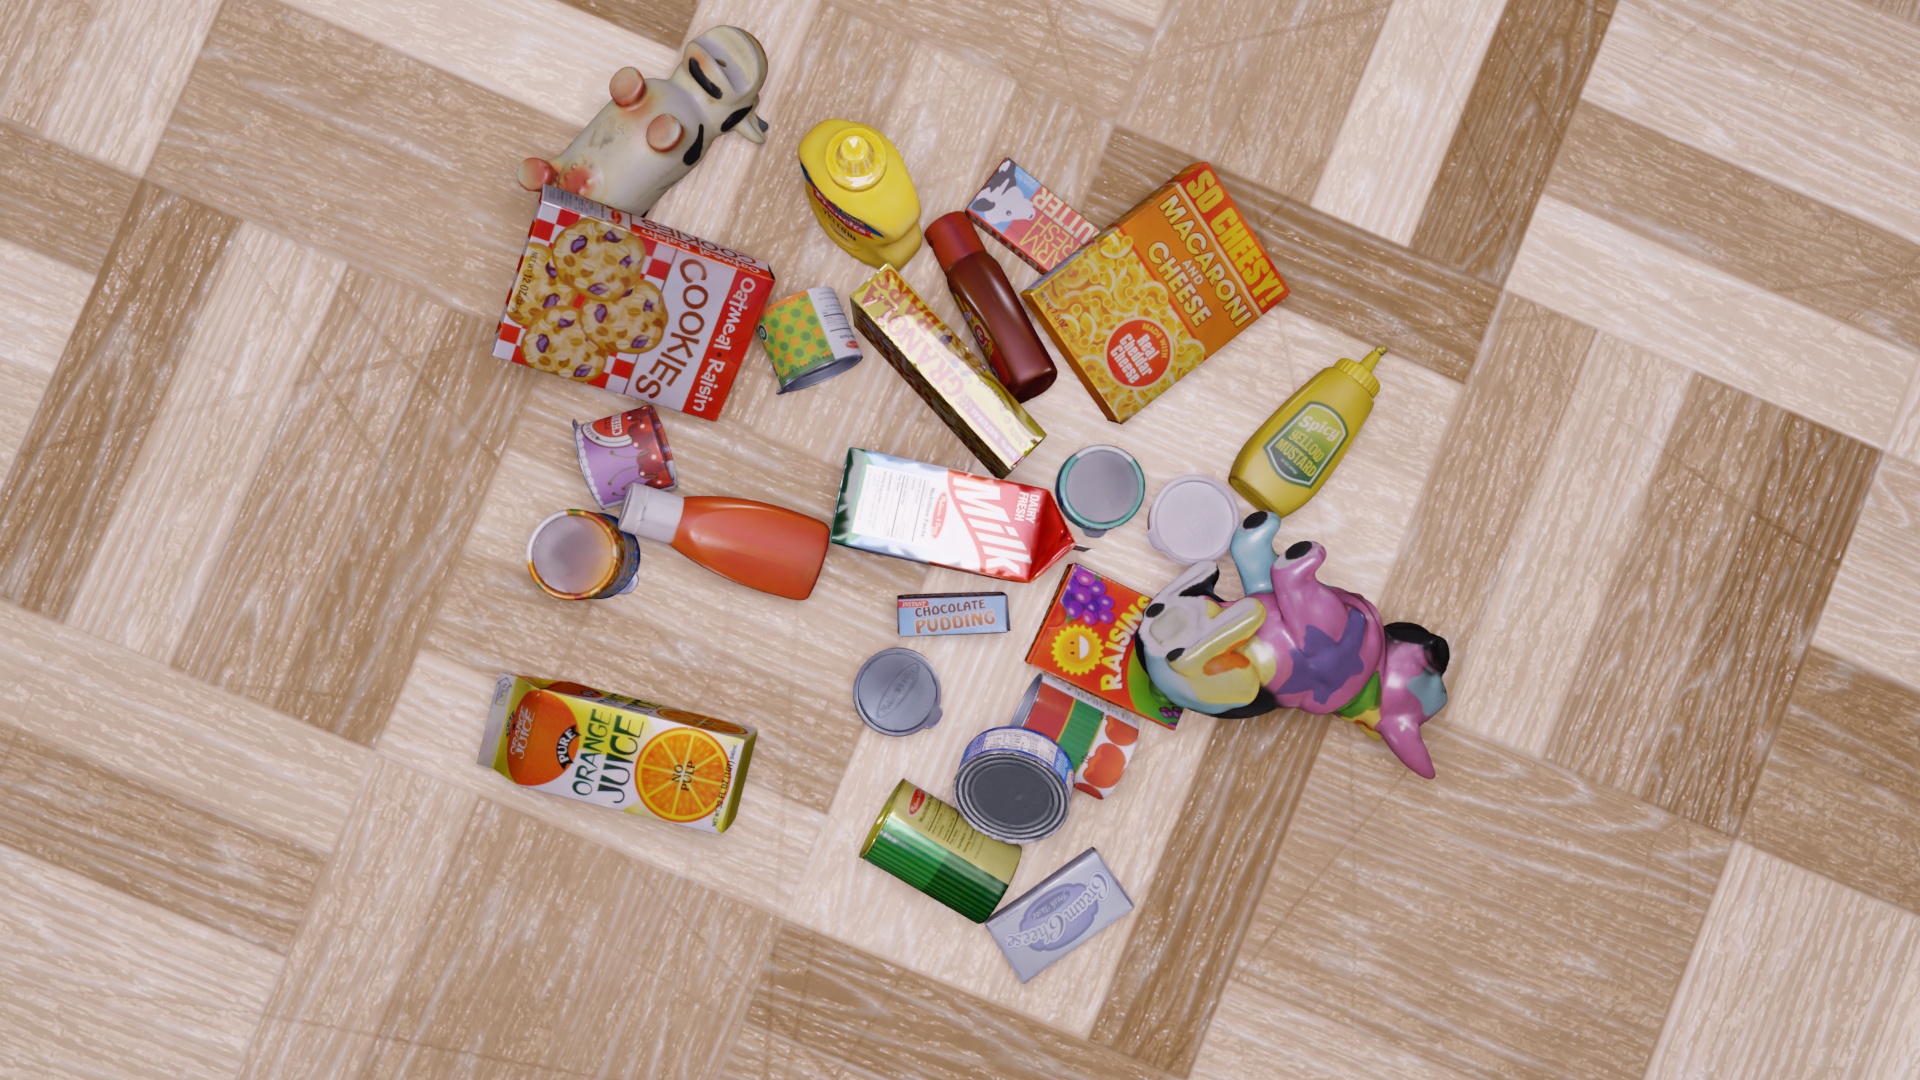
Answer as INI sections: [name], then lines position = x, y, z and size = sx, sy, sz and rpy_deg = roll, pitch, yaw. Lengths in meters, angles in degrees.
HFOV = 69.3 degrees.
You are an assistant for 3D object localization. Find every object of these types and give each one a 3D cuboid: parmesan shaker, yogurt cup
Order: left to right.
[parmesan shaker]
position = -0.015, 0.233, 1.029
size = 0.103, 0.071, 0.071
rpy_deg = 31, 87, -2
[yogurt cup]
position = 0.173, -0.015, 1.054
size = 0.072, 0.054, 0.072
rpy_deg = 0, 88, -3

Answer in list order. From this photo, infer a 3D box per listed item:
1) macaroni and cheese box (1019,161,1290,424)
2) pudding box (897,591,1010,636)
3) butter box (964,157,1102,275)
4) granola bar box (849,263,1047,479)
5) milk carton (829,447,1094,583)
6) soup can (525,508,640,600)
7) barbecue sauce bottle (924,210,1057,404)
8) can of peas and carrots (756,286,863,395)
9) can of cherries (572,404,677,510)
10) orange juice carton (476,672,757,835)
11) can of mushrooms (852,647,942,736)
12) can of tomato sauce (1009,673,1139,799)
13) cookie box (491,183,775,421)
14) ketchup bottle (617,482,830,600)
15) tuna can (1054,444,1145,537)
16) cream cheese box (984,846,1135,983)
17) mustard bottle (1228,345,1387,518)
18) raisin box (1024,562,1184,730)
[macaroni and cheese box]
position = 0.148, -0.187, 1.053
size = 0.166, 0.040, 0.123
rpy_deg = -38, 105, -4
[pudding box]
position = -0.006, 0.055, 1.046
size = 0.084, 0.049, 0.030
rpy_deg = -2, 90, -2
[butter box]
position = 0.059, -0.242, 1.071
size = 0.103, 0.024, 0.053
rpy_deg = 38, 87, -1
[granola bar box]
position = -0.010, -0.119, 1.014
size = 0.039, 0.124, 0.165
rpy_deg = -43, 91, -3
[milk carton]
position = 0.004, -0.013, 1.038
size = 0.191, 0.072, 0.073
rpy_deg = 12, 88, -1
[soup can]
position = -0.273, 0.013, 1.018
size = 0.071, 0.084, 0.071
rpy_deg = 0, 89, -3
[barbecue sauce bottle]
position = 0.022, -0.178, 1.051
size = 0.044, 0.064, 0.148
rpy_deg = -26, 81, -5
[can of peas and carrots]
position = -0.116, -0.150, 1.040
size = 0.071, 0.071, 0.058
rpy_deg = -23, 89, -3
[can of cherries]
position = -0.248, -0.064, 1.029
size = 0.058, 0.071, 0.071
rpy_deg = -17, 89, -3
[orange juice carton]
position = -0.254, 0.153, 1.020
size = 0.193, 0.073, 0.072
rpy_deg = 14, 88, -2
[can of mushrooms]
position = -0.046, 0.115, 1.050
size = 0.071, 0.033, 0.071
rpy_deg = 0, 88, -3
[can of tomato sauce]
position = 0.081, 0.149, 1.038
size = 0.083, 0.071, 0.071
rpy_deg = 26, 88, -2
[cookie box]
position = -0.234, -0.166, 0.997
size = 0.167, 0.040, 0.122
rpy_deg = 16, 117, -23
[ketchup bottle]
position = -0.174, -0.004, 1.021
size = 0.149, 0.043, 0.064
rpy_deg = 18, 92, -22
[tuna can]
position = 0.107, -0.038, 1.063
size = 0.071, 0.033, 0.071
rpy_deg = 0, 88, -2
[cream cheese box]
position = 0.075, 0.284, 1.055
size = 0.104, 0.024, 0.053
rpy_deg = -33, 90, -3
[mustard bottle]
position = 0.275, -0.092, 1.064
size = 0.065, 0.049, 0.160
rpy_deg = 40, 87, -3
[raisin box]
position = 0.122, 0.080, 1.056
size = 0.123, 0.040, 0.086
rpy_deg = 25, 88, -1
